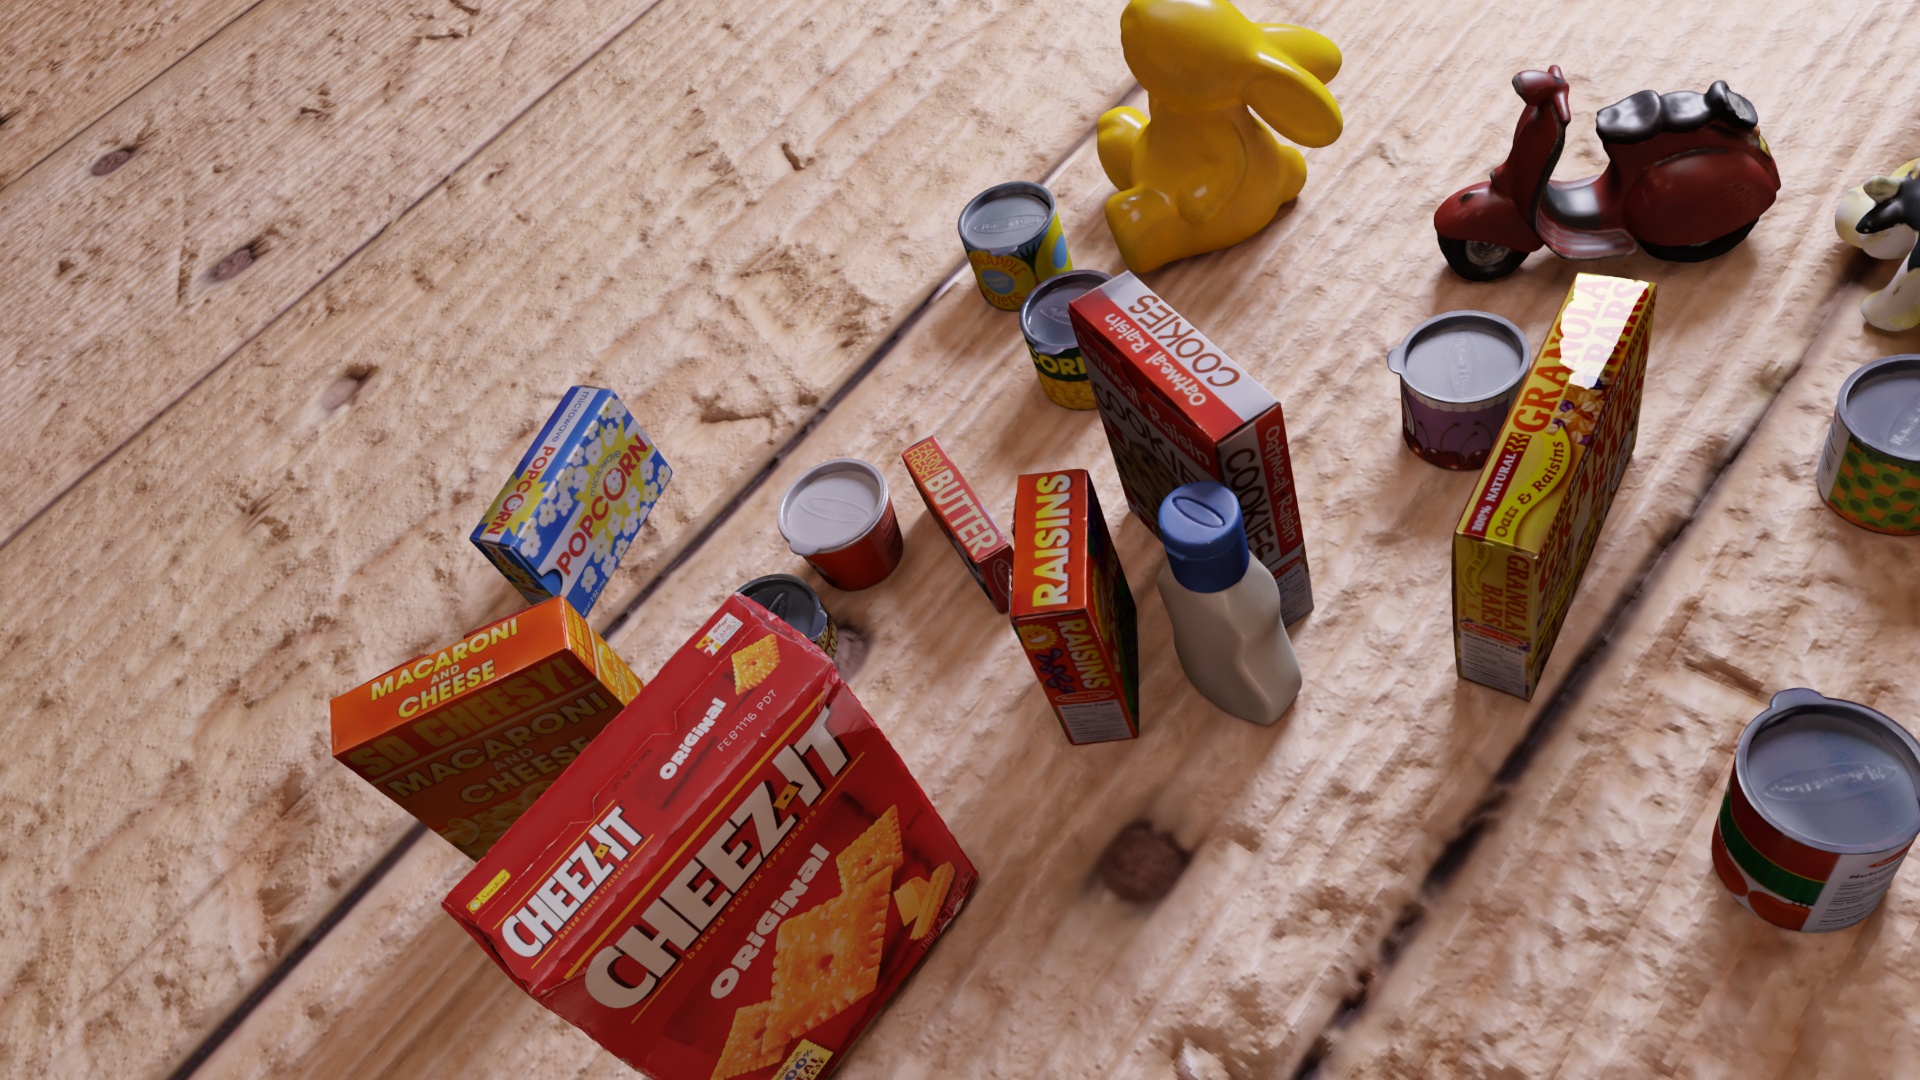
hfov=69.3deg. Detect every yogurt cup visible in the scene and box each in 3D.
[{"bbox_3d":[-0.067,-0.007,0.819,0.072,0.053,0.073,-10,51,13],"label":"yogurt cup"}]

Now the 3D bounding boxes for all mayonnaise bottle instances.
[{"bbox_3d":[0.125,0.030,0.659,0.065,0.147,0.041,32,70,36],"label":"mayonnaise bottle"}]

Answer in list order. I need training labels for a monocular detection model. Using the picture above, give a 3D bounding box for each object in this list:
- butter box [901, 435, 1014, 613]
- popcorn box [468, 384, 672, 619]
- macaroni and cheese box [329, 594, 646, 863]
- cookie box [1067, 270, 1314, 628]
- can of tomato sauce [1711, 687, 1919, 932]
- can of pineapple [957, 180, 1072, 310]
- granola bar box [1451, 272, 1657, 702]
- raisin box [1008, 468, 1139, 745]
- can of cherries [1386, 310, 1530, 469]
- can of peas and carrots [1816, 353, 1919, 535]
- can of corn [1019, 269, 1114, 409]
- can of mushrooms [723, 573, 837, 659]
[{"bbox_3d":[0.003,-0.010,0.797,0.024,0.053,0.104,-31,50,-4],"label":"butter box"},{"bbox_3d":[-0.241,-0.023,0.874,0.038,0.085,0.127,9,58,26],"label":"popcorn box"},{"bbox_3d":[-0.217,0.109,0.710,0.124,0.165,0.040,-25,50,1],"label":"macaroni and cheese box"},{"bbox_3d":[0.118,-0.039,0.703,0.040,0.166,0.123,-34,50,-7],"label":"cookie box"},{"bbox_3d":[0.343,0.111,0.561,0.071,0.082,0.071,-10,51,13],"label":"can of tomato sauce"},{"bbox_3d":[0.036,-0.194,0.923,0.071,0.057,0.071,-10,51,13],"label":"can of pineapple"},{"bbox_3d":[0.281,-0.025,0.661,0.039,0.123,0.166,18,62,31],"label":"granola bar box"},{"bbox_3d":[0.059,0.035,0.696,0.040,0.123,0.086,-7,52,15],"label":"raisin box"},{"bbox_3d":[0.269,-0.081,0.751,0.071,0.058,0.072,-10,51,13],"label":"can of cherries"},{"bbox_3d":[0.450,-0.044,0.657,0.071,0.058,0.071,-10,51,13],"label":"can of peas and carrots"},{"bbox_3d":[0.074,-0.121,0.853,0.071,0.058,0.071,-10,51,13],"label":"can of corn"},{"bbox_3d":[-0.104,0.055,0.798,0.071,0.033,0.071,-10,51,13],"label":"can of mushrooms"}]
